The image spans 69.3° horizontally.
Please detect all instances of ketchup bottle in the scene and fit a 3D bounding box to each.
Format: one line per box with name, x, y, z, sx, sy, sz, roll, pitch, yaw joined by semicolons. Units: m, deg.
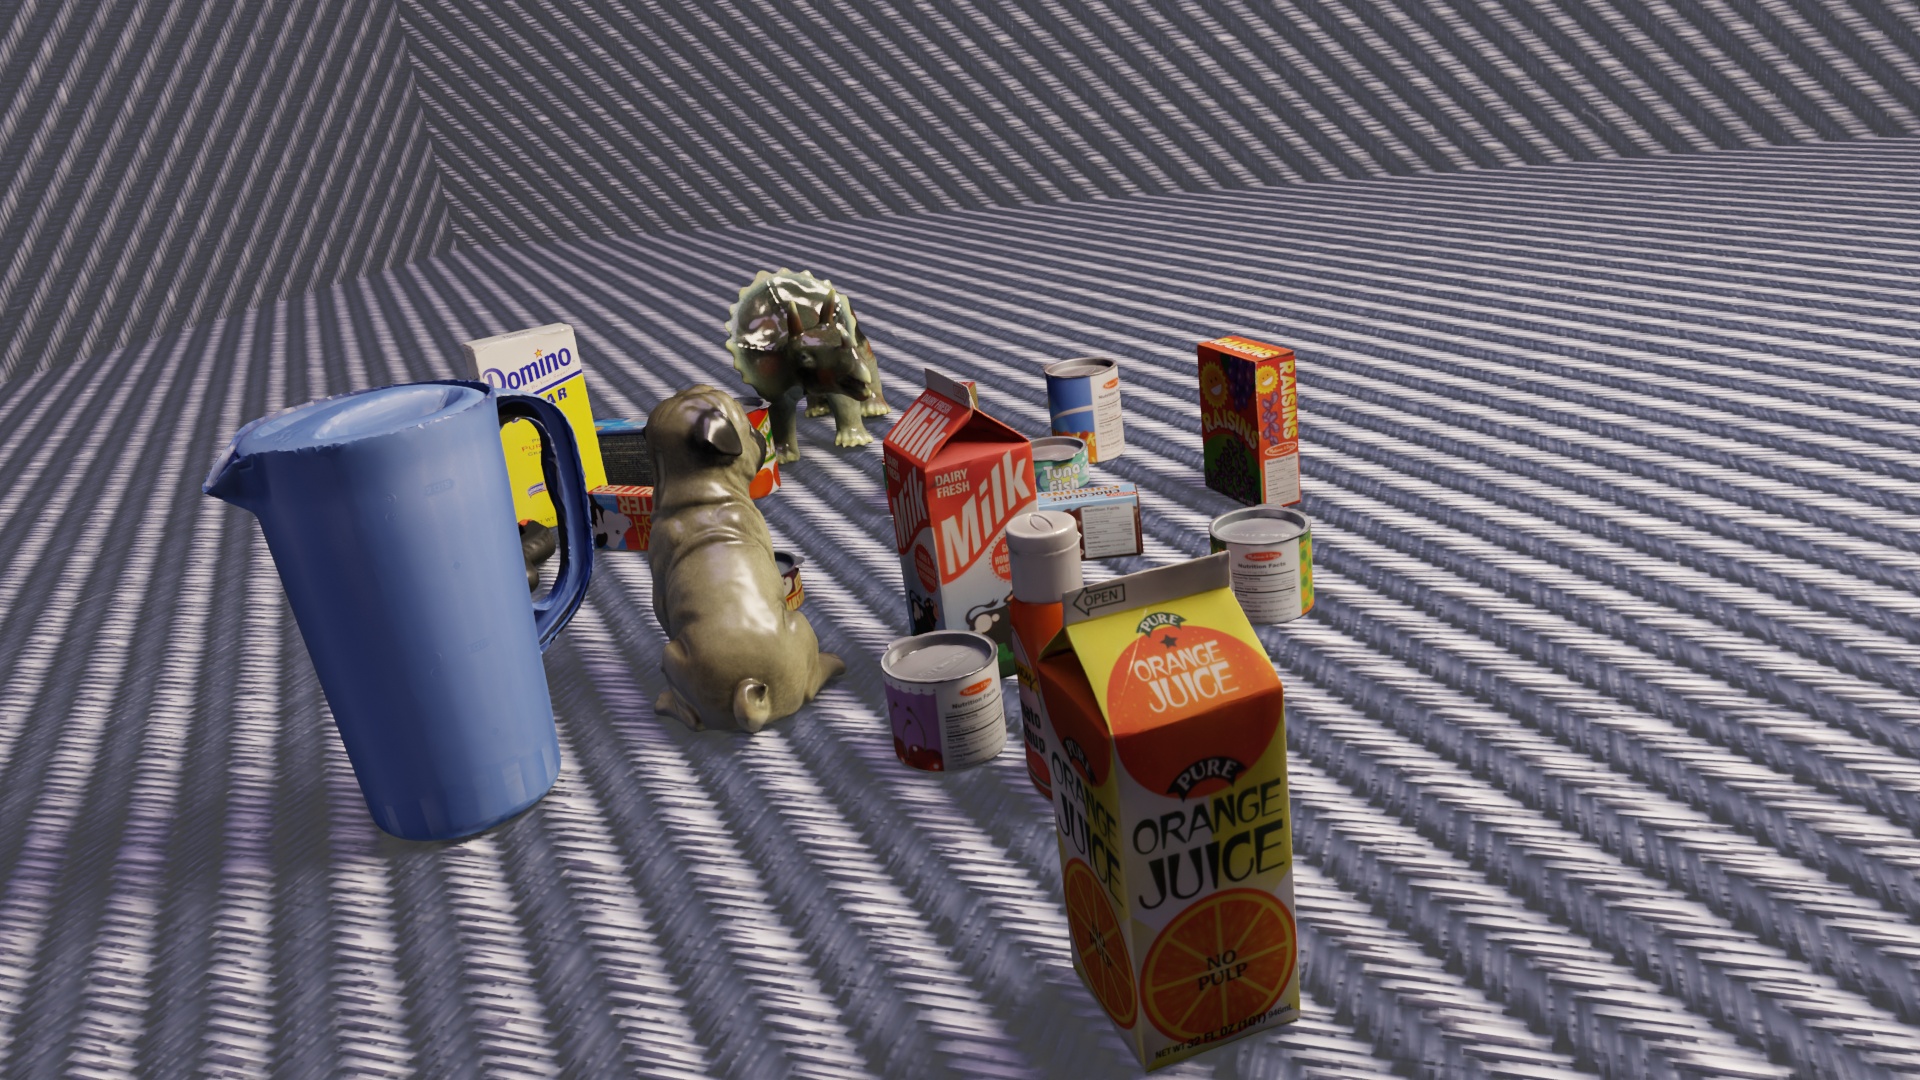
ketchup bottle;0.050;0.059;0.724;0.043;0.148;0.065;-12;21;-11

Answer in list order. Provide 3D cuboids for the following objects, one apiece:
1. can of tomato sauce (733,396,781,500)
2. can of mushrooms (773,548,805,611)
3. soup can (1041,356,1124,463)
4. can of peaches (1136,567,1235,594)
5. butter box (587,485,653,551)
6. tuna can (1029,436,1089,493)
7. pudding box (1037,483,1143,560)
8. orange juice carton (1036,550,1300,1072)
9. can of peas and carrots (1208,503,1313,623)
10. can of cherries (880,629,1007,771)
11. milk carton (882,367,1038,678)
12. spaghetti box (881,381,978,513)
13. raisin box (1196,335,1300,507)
can of tomato sauce;-0.203;-0.084;1.286;0.071;0.082;0.071;-7;20;3
can of mushrooms;-0.147;0.034;1.024;0.071;0.033;0.071;-7;20;3
soup can;0.111;-0.119;1.266;0.071;0.083;0.071;-7;20;3
can of peaches;0.132;0.054;0.838;0.071;0.057;0.071;-7;20;3
butter box;-0.266;-0.018;1.176;0.103;0.053;0.024;2;22;24
tuna can;0.080;-0.065;1.206;0.071;0.032;0.071;-7;20;3
pudding box;0.093;-0.013;1.039;0.084;0.049;0.030;-6;20;4
orange juice carton;0.081;0.100;0.544;0.072;0.192;0.073;-14;21;-16
can of peas and carrots;0.199;0.015;0.916;0.071;0.058;0.071;-7;20;3
can of cherries;-0.010;0.090;0.791;0.071;0.058;0.072;-7;20;3
milk carton;0.003;-0.011;0.866;0.073;0.189;0.072;-15;21;-20
spaghetti box;-0.023;-0.090;1.285;0.028;0.050;0.251;-2;21;15
raisin box;0.229;-0.094;1.102;0.040;0.123;0.086;-15;21;-18
